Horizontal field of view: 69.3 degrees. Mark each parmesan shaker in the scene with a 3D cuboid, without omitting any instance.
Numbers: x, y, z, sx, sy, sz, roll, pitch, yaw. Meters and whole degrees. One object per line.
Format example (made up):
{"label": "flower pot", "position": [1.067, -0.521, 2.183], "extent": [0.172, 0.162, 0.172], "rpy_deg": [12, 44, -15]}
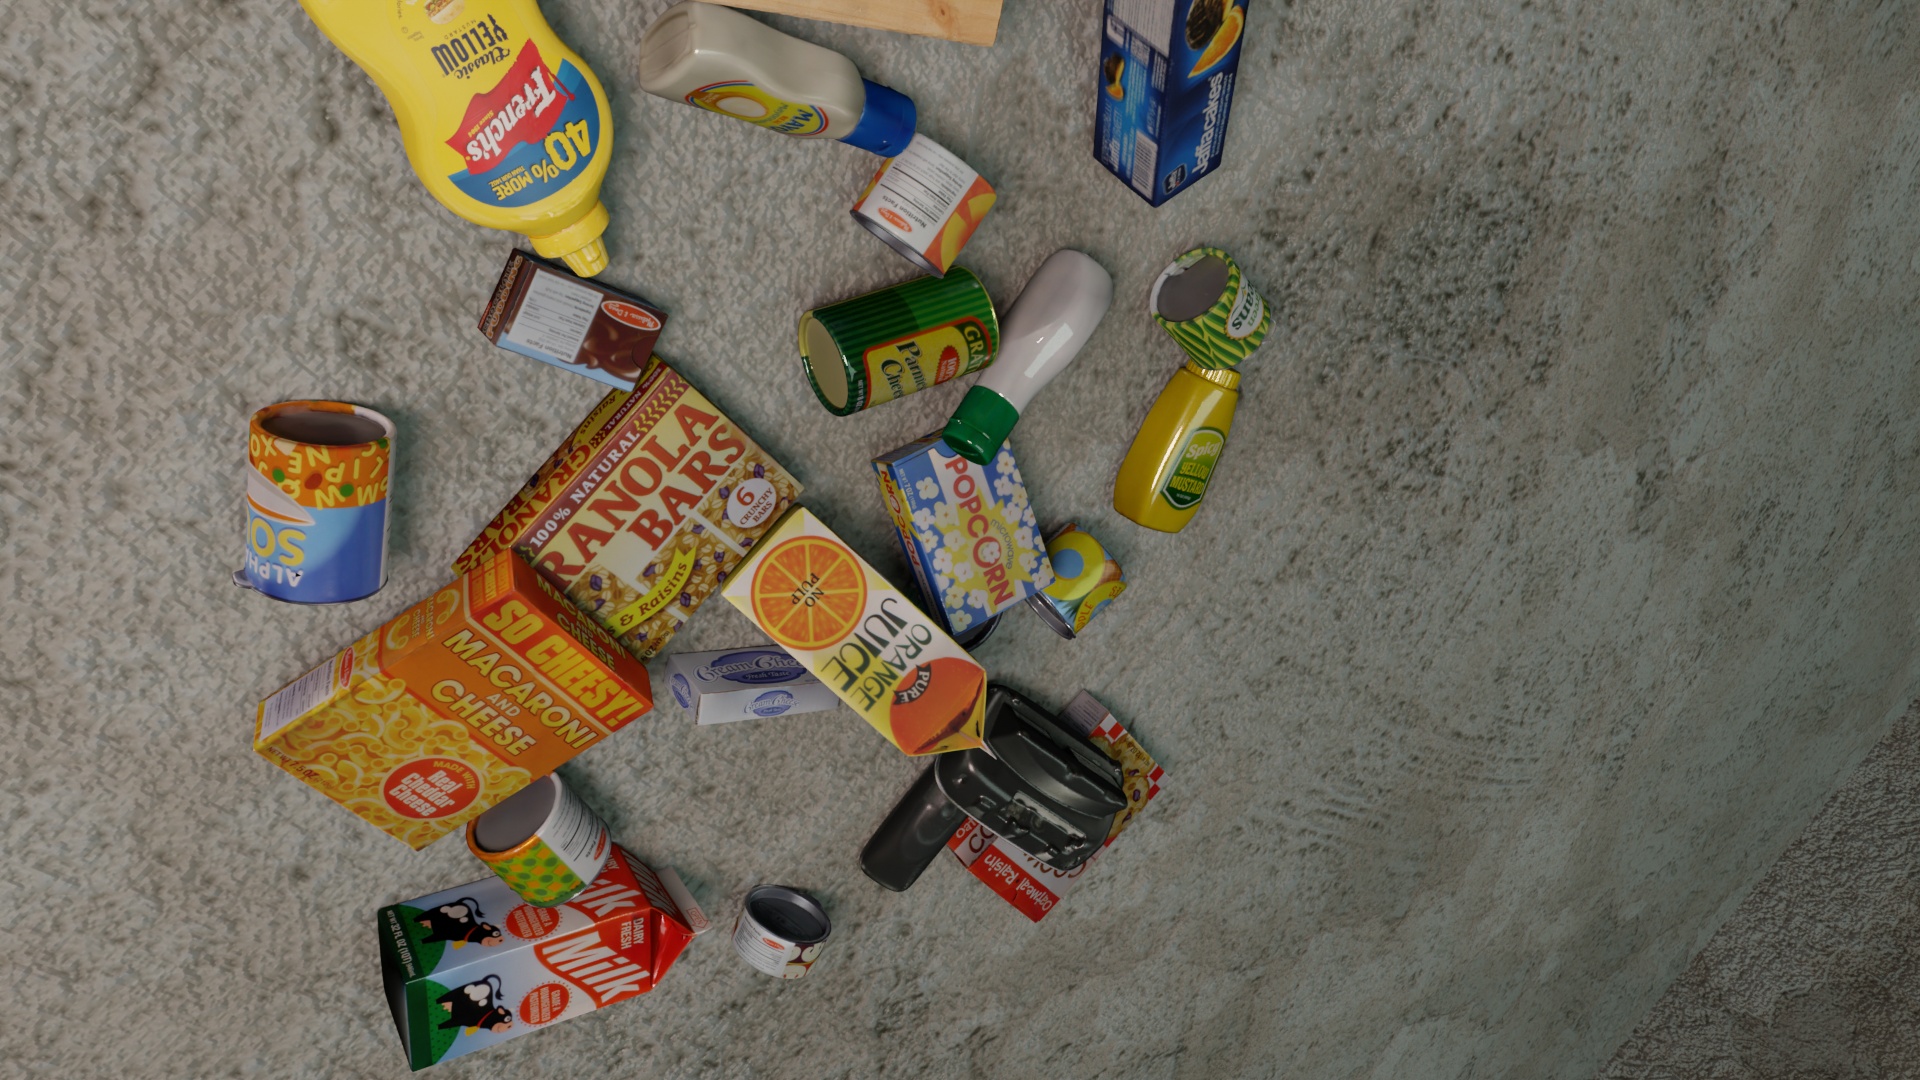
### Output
{"label": "parmesan shaker", "position": [-0.038, -0.118, 0.836], "extent": [0.103, 0.071, 0.071], "rpy_deg": [-23, 127, -25]}

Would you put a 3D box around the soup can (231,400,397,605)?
{"label": "soup can", "position": [-0.317, -0.019, 0.683], "extent": [0.071, 0.071, 0.083], "rpy_deg": [-3, 116, -35]}

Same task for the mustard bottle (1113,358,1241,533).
{"label": "mustard bottle", "position": [0.167, -0.085, 1.018], "extent": [0.065, 0.049, 0.159], "rpy_deg": [9, 110, -41]}

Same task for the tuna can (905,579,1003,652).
{"label": "tuna can", "position": [-0.006, 0.044, 0.975], "extent": [0.071, 0.033, 0.070], "rpy_deg": [-18, 125, -28]}

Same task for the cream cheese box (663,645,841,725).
{"label": "cream cheese box", "position": [-0.133, 0.091, 0.894], "extent": [0.104, 0.053, 0.024], "rpy_deg": [-3, 115, -36]}

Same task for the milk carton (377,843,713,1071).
{"label": "milk carton", "position": [-0.259, 0.254, 0.881], "extent": [0.191, 0.072, 0.073], "rpy_deg": [-11, 121, -32]}

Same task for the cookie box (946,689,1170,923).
{"label": "cookie box", "position": [0.082, 0.221, 1.137], "extent": [0.167, 0.040, 0.122], "rpy_deg": [-47, 133, -5]}

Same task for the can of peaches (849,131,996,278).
{"label": "can of peaches", "position": [-0.021, -0.194, 0.805], "extent": [0.071, 0.071, 0.058], "rpy_deg": [32, 94, -43]}

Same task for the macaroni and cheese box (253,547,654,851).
{"label": "macaroni and cheese box", "position": [-0.275, 0.090, 0.764], "extent": [0.166, 0.040, 0.123], "rpy_deg": [-31, 133, 6]}

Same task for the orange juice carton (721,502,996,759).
{"label": "orange juice carton", "position": [-0.053, 0.066, 0.863], "extent": [0.192, 0.072, 0.073], "rpy_deg": [42, 87, -9]}

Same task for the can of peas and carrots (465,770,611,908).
{"label": "can of peas and carrots", "position": [-0.258, 0.180, 0.845], "extent": [0.071, 0.071, 0.058], "rpy_deg": [-38, 131, -13]}

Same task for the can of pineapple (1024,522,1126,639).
{"label": "can of pineapple", "position": [0.079, 0.030, 1.006], "extent": [0.058, 0.071, 0.070], "rpy_deg": [-41, 132, -10]}

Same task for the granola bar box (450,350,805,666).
{"label": "granola bar box", "position": [-0.188, -0.009, 0.804], "extent": [0.165, 0.039, 0.124], "rpy_deg": [-49, 133, -3]}

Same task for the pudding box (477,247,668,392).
{"label": "pudding box", "position": [-0.205, -0.115, 0.736], "extent": [0.084, 0.030, 0.049], "rpy_deg": [18, 103, -42]}

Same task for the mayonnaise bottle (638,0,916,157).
{"label": "mayonnaise bottle", "position": [-0.090, -0.238, 0.730], "extent": [0.148, 0.064, 0.041], "rpy_deg": [7, 81, -41]}

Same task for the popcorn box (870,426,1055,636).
{"label": "popcorn box", "position": [0.003, -0.012, 0.919], "extent": [0.085, 0.038, 0.126], "rpy_deg": [-27, 108, -22]}

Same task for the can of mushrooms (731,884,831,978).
{"label": "can of mushrooms", "position": [-0.128, 0.281, 1.000], "extent": [0.071, 0.071, 0.033], "rpy_deg": [12, 108, -40]}

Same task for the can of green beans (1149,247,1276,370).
{"label": "can of green beans", "position": [0.174, -0.161, 0.967], "extent": [0.071, 0.071, 0.057], "rpy_deg": [-52, 133, 1]}

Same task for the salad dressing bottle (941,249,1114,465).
{"label": "salad dressing bottle", "position": [0.042, -0.116, 0.884], "extent": [0.044, 0.064, 0.148], "rpy_deg": [44, 73, -35]}
